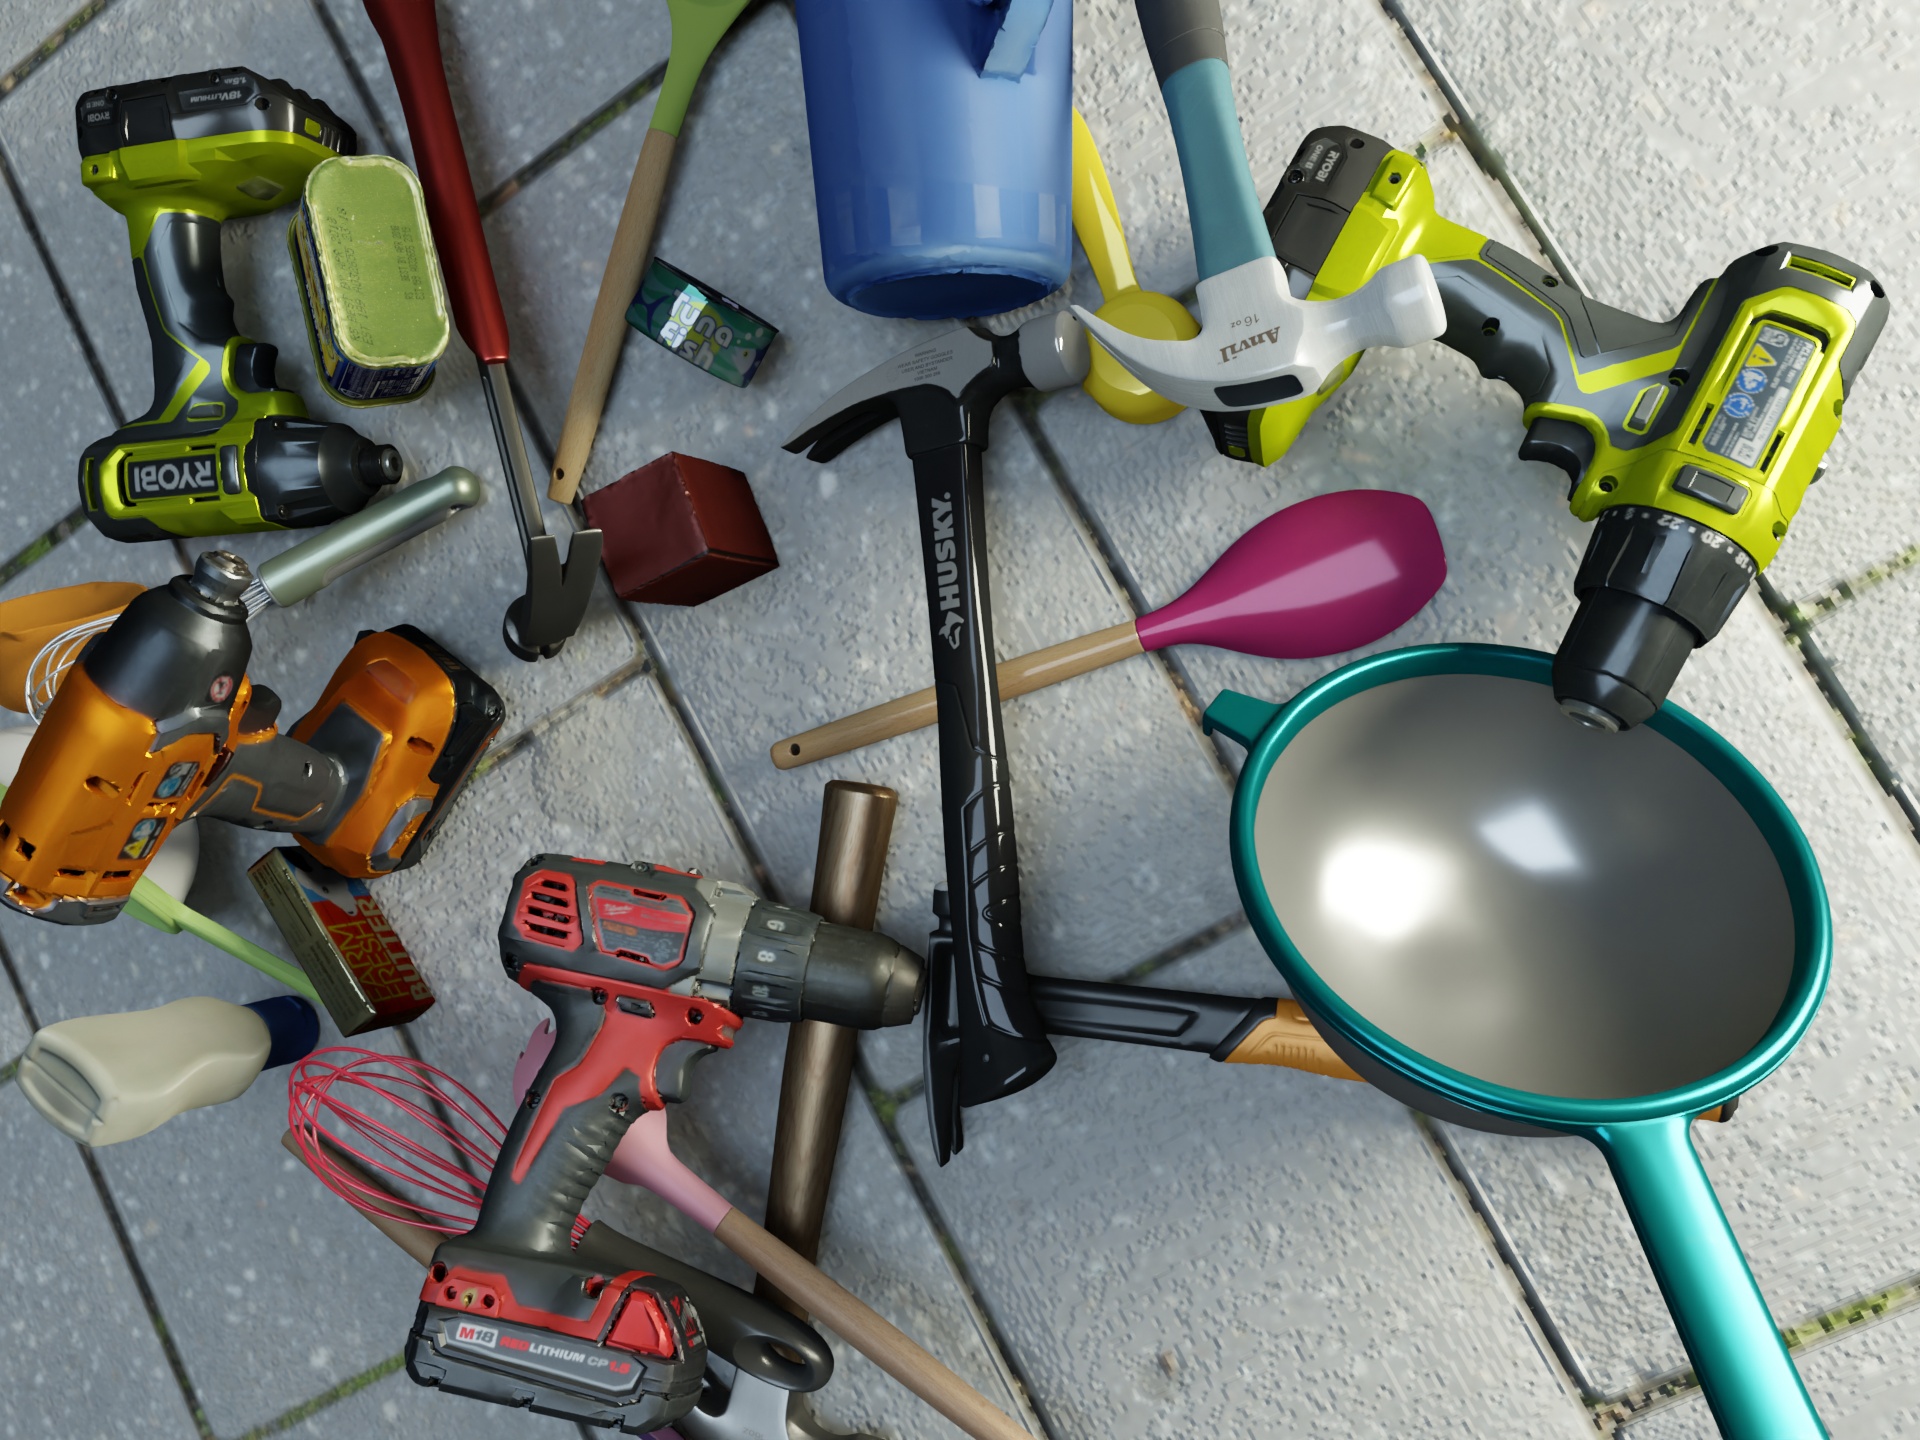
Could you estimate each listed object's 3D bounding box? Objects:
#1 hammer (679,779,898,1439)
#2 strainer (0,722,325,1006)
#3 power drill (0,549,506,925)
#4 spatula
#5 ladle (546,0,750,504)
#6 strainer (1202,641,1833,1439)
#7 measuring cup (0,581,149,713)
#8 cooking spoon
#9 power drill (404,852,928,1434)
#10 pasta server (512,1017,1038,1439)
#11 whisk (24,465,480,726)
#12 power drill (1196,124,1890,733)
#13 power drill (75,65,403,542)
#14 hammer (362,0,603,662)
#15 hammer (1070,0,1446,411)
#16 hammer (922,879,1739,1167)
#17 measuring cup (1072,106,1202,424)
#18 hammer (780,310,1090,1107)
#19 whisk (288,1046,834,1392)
[{"bbox_3d":[-0.074,0.192,0.748,0.130,0.031,0.331,9,92,17],"label":"hammer"},{"bbox_3d":[-0.408,0.070,0.832,0.256,0.151,0.069,30,66,-3],"label":"strainer"},{"bbox_3d":[-0.309,0.004,0.721,0.084,0.226,0.164,36,100,14],"label":"power drill"},{"bbox_3d":[-0.227,0.293,0.792,0.316,0.059,0.018,29,67,20],"label":"spatula"},{"bbox_3d":[-0.157,-0.260,0.766,0.078,0.062,0.320,21,98,17],"label":"ladle"},{"bbox_3d":[0.212,0.124,0.564,0.211,0.095,0.341,-6,51,-6],"label":"strainer"},{"bbox_3d":[-0.432,-0.041,0.849,0.173,0.095,0.052,-5,111,-4],"label":"measuring cup"},{"bbox_3d":[0.057,-0.030,0.714,0.319,0.017,0.069,-18,83,16],"label":"cooking spoon"},{"bbox_3d":[-0.124,0.177,0.683,0.188,0.080,0.227,11,74,4],"label":"power drill"},{"bbox_3d":[-0.083,0.241,0.722,0.316,0.040,0.060,34,99,11],"label":"pasta server"},{"bbox_3d":[-0.353,-0.063,0.800,0.246,0.058,0.059,-30,88,-6],"label":"whisk"},{"bbox_3d":[0.211,-0.119,0.623,0.228,0.080,0.190,28,87,17],"label":"power drill"},{"bbox_3d":[-0.374,-0.209,0.825,0.171,0.080,0.223,-3,92,14],"label":"power drill"},{"bbox_3d":[-0.235,-0.215,0.766,0.036,0.149,0.359,-12,78,-23],"label":"hammer"},{"bbox_3d":[0.093,-0.268,0.640,0.128,0.033,0.331,-18,64,23],"label":"hammer"},{"bbox_3d":[0.145,0.142,0.677,0.337,0.034,0.127,2,90,18],"label":"hammer"},{"bbox_3d":[0.064,-0.208,0.707,0.062,0.029,0.156,-20,86,16],"label":"measuring cup"},{"bbox_3d":[-0.001,-0.002,0.695,0.146,0.035,0.335,-9,81,29],"label":"hammer"},{"bbox_3d":[-0.190,0.233,0.738,0.296,0.073,0.073,25,97,9],"label":"whisk"}]
